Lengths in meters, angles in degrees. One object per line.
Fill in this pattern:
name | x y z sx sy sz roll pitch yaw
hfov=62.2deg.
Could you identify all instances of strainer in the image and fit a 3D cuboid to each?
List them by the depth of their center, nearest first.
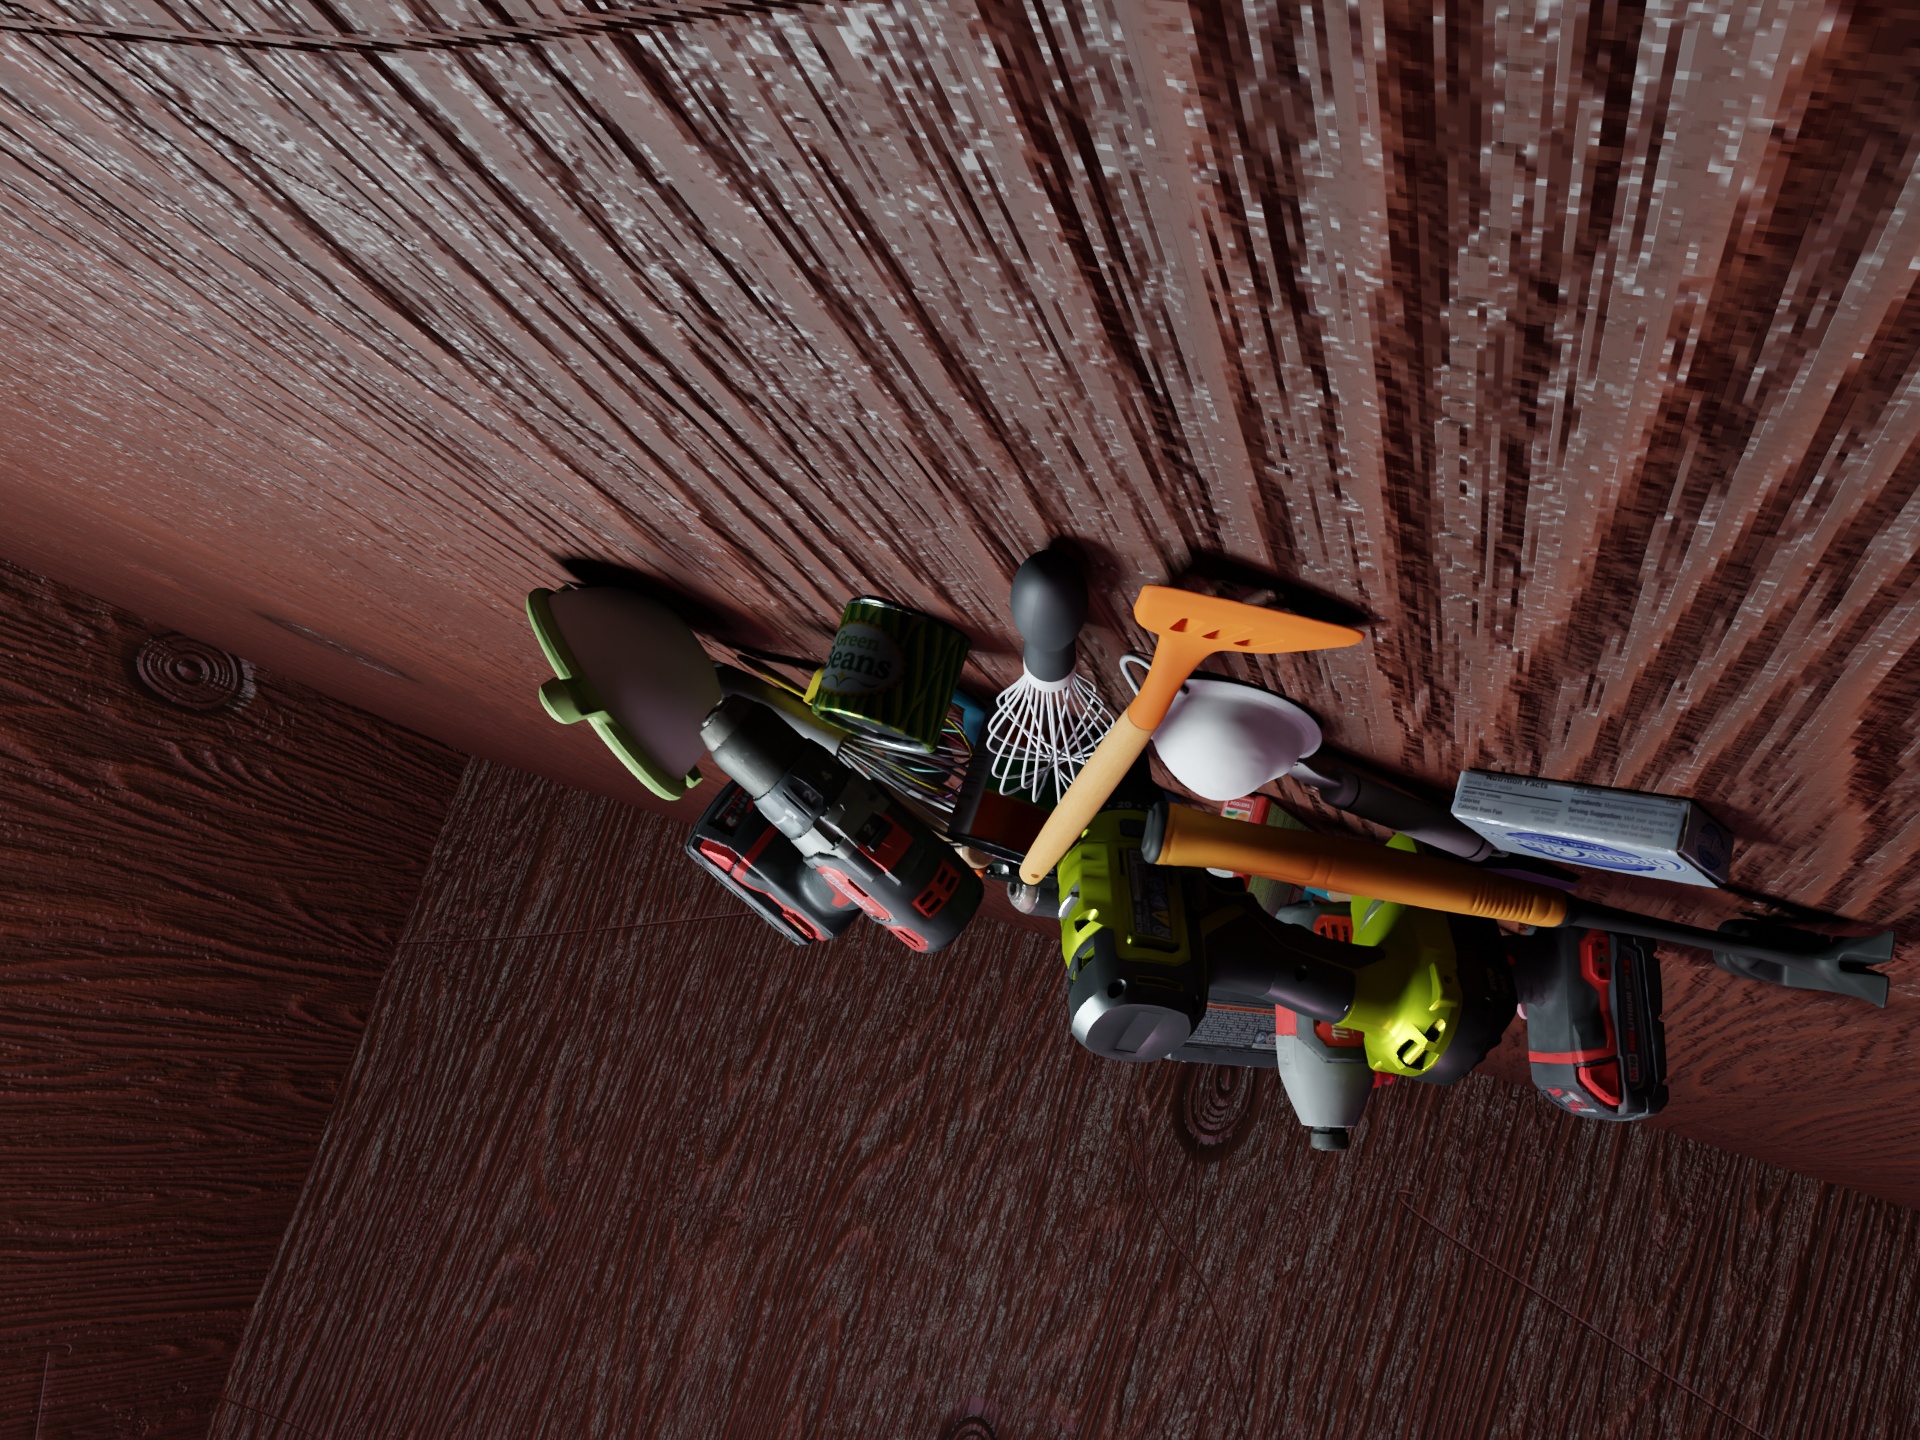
strainer | 0.176 0.032 0.759 0.258 0.050 0.087 20 157 -29
strainer | -0.185 -0.029 0.901 0.151 0.069 0.256 56 178 -4

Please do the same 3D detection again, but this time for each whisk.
whisk | 0.039 -0.015 0.709 0.070 0.070 0.284 17 166 8
whisk | -0.075 0.018 0.995 0.239 0.055 0.055 27 174 20
whisk | -0.072 0.003 1.081 0.245 0.051 0.047 15 143 46

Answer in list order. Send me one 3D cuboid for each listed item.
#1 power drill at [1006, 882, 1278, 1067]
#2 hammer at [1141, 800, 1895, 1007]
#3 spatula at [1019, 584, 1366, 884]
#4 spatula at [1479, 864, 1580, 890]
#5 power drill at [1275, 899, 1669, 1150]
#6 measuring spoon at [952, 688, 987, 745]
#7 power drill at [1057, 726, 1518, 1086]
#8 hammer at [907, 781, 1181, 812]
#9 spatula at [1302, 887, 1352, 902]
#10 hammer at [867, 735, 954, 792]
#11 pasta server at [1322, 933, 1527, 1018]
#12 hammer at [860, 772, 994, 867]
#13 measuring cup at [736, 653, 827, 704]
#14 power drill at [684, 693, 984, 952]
power drill | 0.151 0.181 1.275 0.185 0.084 0.226 9 -160 -23
hammer | 0.255 0.084 0.759 0.337 0.034 0.127 11 176 0
spatula | 0.071 0.016 0.689 0.081 0.041 0.322 12 151 -8
spatula | 0.277 0.100 1.005 0.059 0.018 0.316 15 171 -15
power drill | 0.292 0.181 0.936 0.219 0.143 0.078 3 168 -7
measuring spoon | -0.001 -0.003 0.940 0.042 0.021 0.128 12 170 33
power drill | 0.160 0.097 0.837 0.228 0.191 0.080 12 135 -13
hammer | 0.065 0.074 1.212 0.144 0.035 0.405 22 170 -17
spatula | 0.278 0.131 1.106 0.082 0.044 0.317 10 172 -20
hammer | -0.067 0.047 1.242 0.146 0.035 0.334 40 163 -3
pasta server | 0.312 0.160 1.085 0.316 0.040 0.060 14 141 -32
hammer | -0.098 0.036 1.117 0.331 0.031 0.130 22 180 42
measuring cup | -0.093 -0.029 0.992 0.062 0.029 0.157 19 -175 -42
power drill | -0.099 0.064 0.969 0.187 0.080 0.227 42 161 -13
